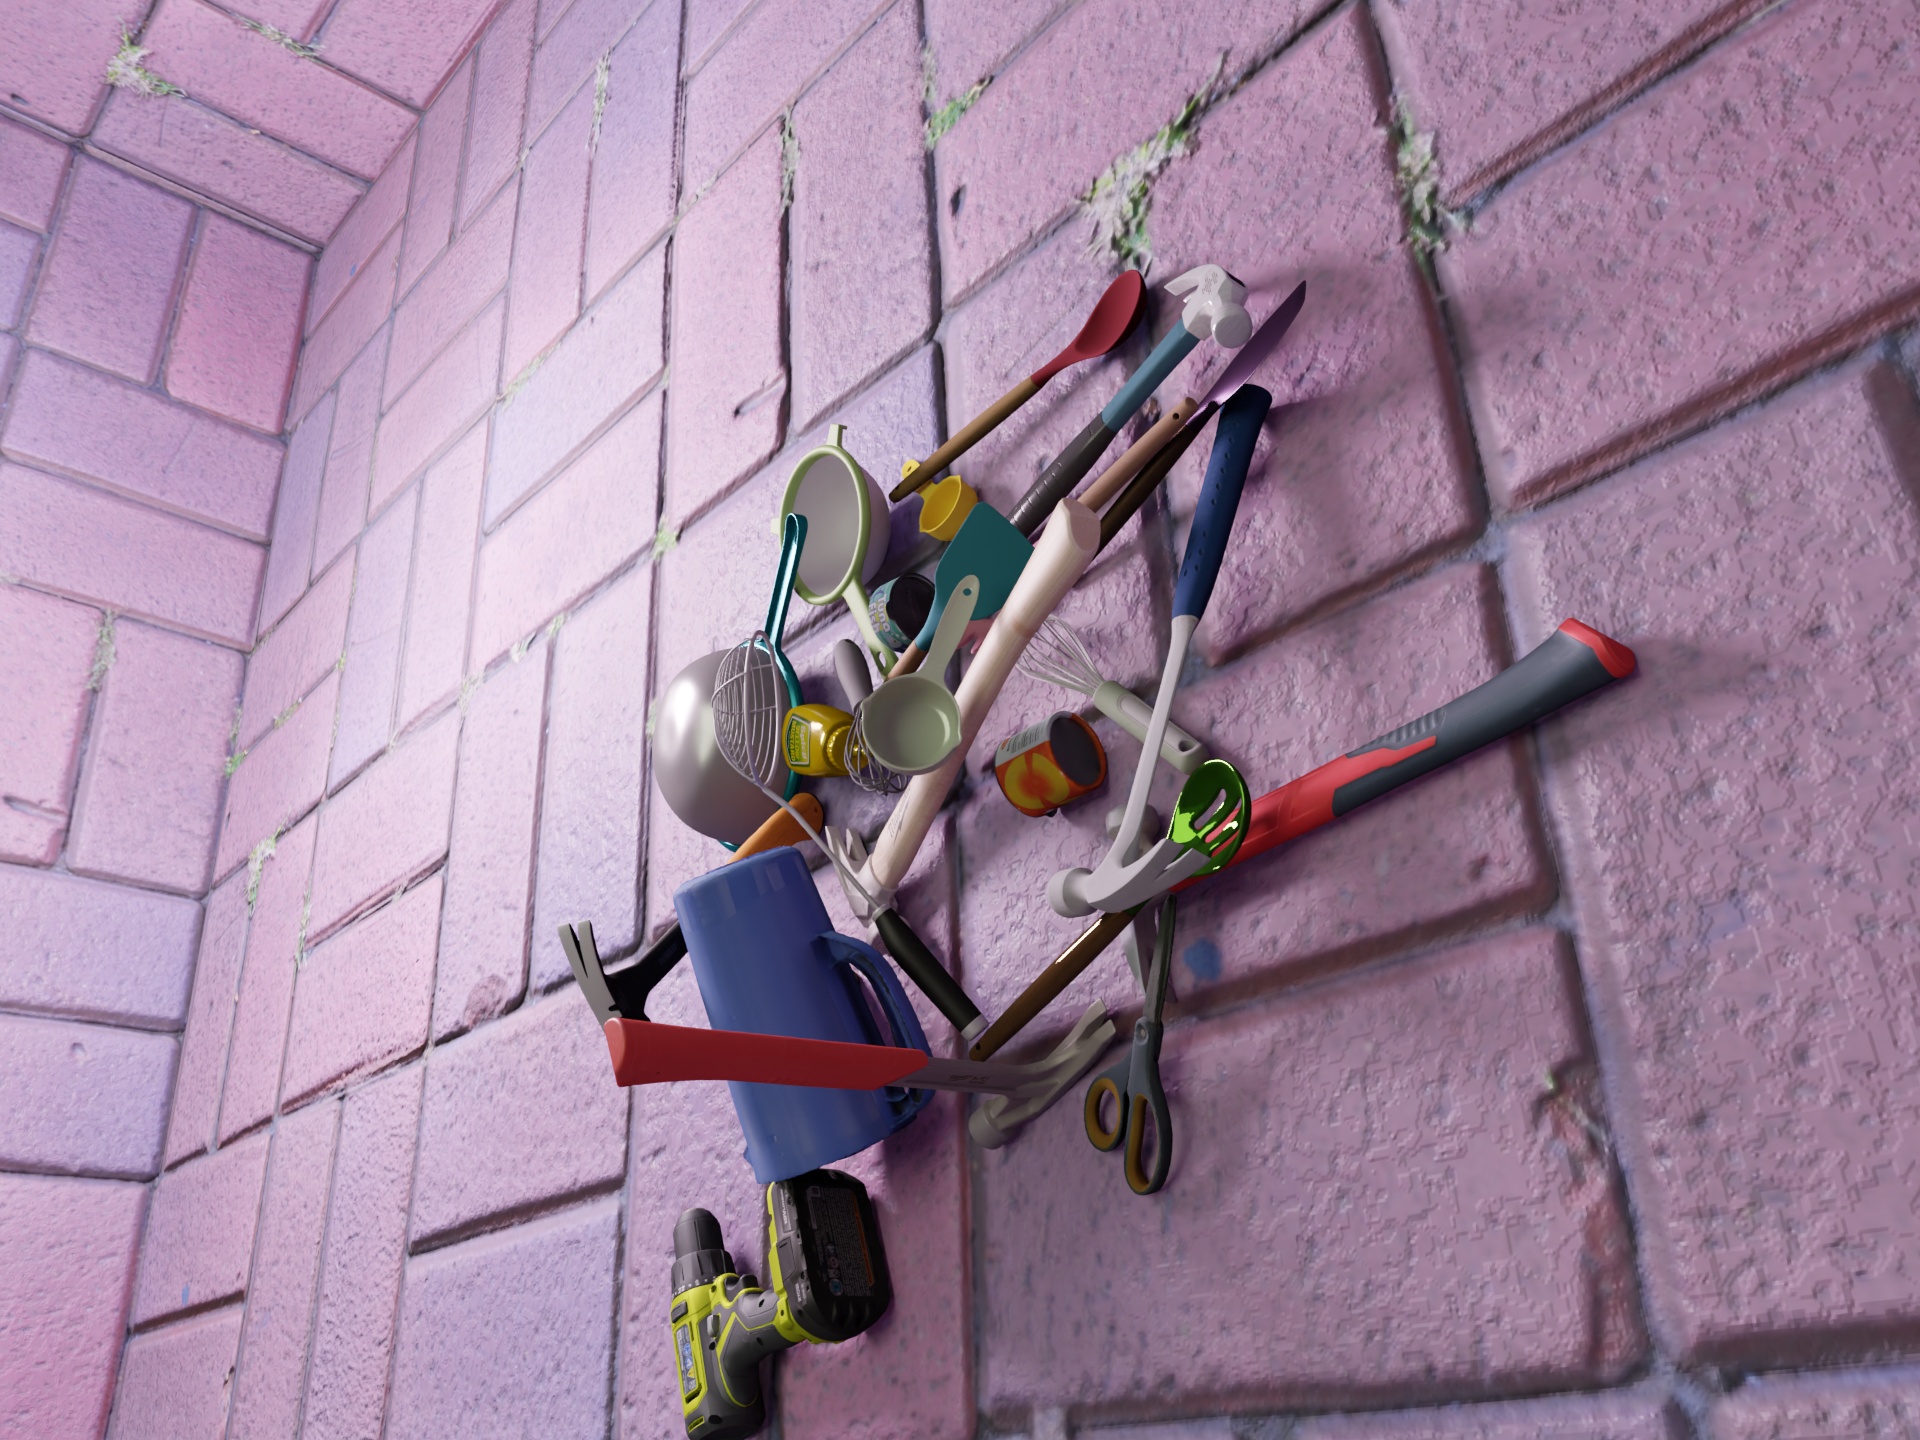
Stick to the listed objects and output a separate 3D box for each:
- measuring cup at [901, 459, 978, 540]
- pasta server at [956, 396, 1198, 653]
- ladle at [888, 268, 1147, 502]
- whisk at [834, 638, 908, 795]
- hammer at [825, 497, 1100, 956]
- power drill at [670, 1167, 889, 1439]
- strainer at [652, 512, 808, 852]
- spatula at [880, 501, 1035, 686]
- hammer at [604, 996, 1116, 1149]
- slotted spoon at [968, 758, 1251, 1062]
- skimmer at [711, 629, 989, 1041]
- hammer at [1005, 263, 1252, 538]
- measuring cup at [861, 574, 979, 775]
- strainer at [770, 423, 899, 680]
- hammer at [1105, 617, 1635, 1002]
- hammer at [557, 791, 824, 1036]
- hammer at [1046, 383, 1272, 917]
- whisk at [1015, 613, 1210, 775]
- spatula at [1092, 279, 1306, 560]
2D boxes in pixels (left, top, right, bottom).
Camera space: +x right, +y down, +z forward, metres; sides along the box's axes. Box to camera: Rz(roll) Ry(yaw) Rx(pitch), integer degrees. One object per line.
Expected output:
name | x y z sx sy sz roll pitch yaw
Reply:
measuring cup | -0.022 -0.208 1.465 0.062 0.029 0.157 -54 28 11
pasta server | 0.081 -0.152 1.258 0.060 0.040 0.316 52 135 4
ladle | 0.047 -0.279 1.384 0.315 0.031 0.069 -34 41 32
whisk | -0.083 -0.009 1.338 0.055 0.055 0.239 -55 27 19
hammer | -0.002 -0.004 1.277 0.410 0.038 0.146 -61 37 28
power drill | -0.164 0.458 1.299 0.228 0.080 0.191 -45 45 33
strainer | -0.224 -0.037 1.517 0.211 0.095 0.340 35 115 50
spatula | -0.035 -0.053 1.362 0.082 0.044 0.317 46 135 7
hammer | -0.065 0.223 1.048 0.149 0.358 0.037 -51 43 27
slotted spoon | 0.099 0.143 1.097 0.313 0.031 0.070 -50 43 28
skimmer | -0.079 0.088 1.263 0.090 0.127 0.363 -40 77 -4
hammer | 0.112 -0.230 1.278 0.331 0.033 0.128 -47 25 33
measuring cup | -0.020 -0.035 1.238 0.038 0.083 0.168 84 -153 -73
strainer | -0.087 -0.140 1.481 0.151 0.069 0.257 -50 54 40
hammer | 0.246 0.054 1.007 0.386 0.038 0.143 -32 53 38
hammer | -0.207 0.143 1.338 0.034 0.127 0.337 -14 18 30
hammer | 0.158 -0.060 1.101 0.144 0.035 0.406 -24 44 60
whisk | 0.106 -0.024 1.206 0.058 0.059 0.247 -30 41 -18
spatula | 0.159 -0.202 1.193 0.315 0.018 0.060 -50 16 41
